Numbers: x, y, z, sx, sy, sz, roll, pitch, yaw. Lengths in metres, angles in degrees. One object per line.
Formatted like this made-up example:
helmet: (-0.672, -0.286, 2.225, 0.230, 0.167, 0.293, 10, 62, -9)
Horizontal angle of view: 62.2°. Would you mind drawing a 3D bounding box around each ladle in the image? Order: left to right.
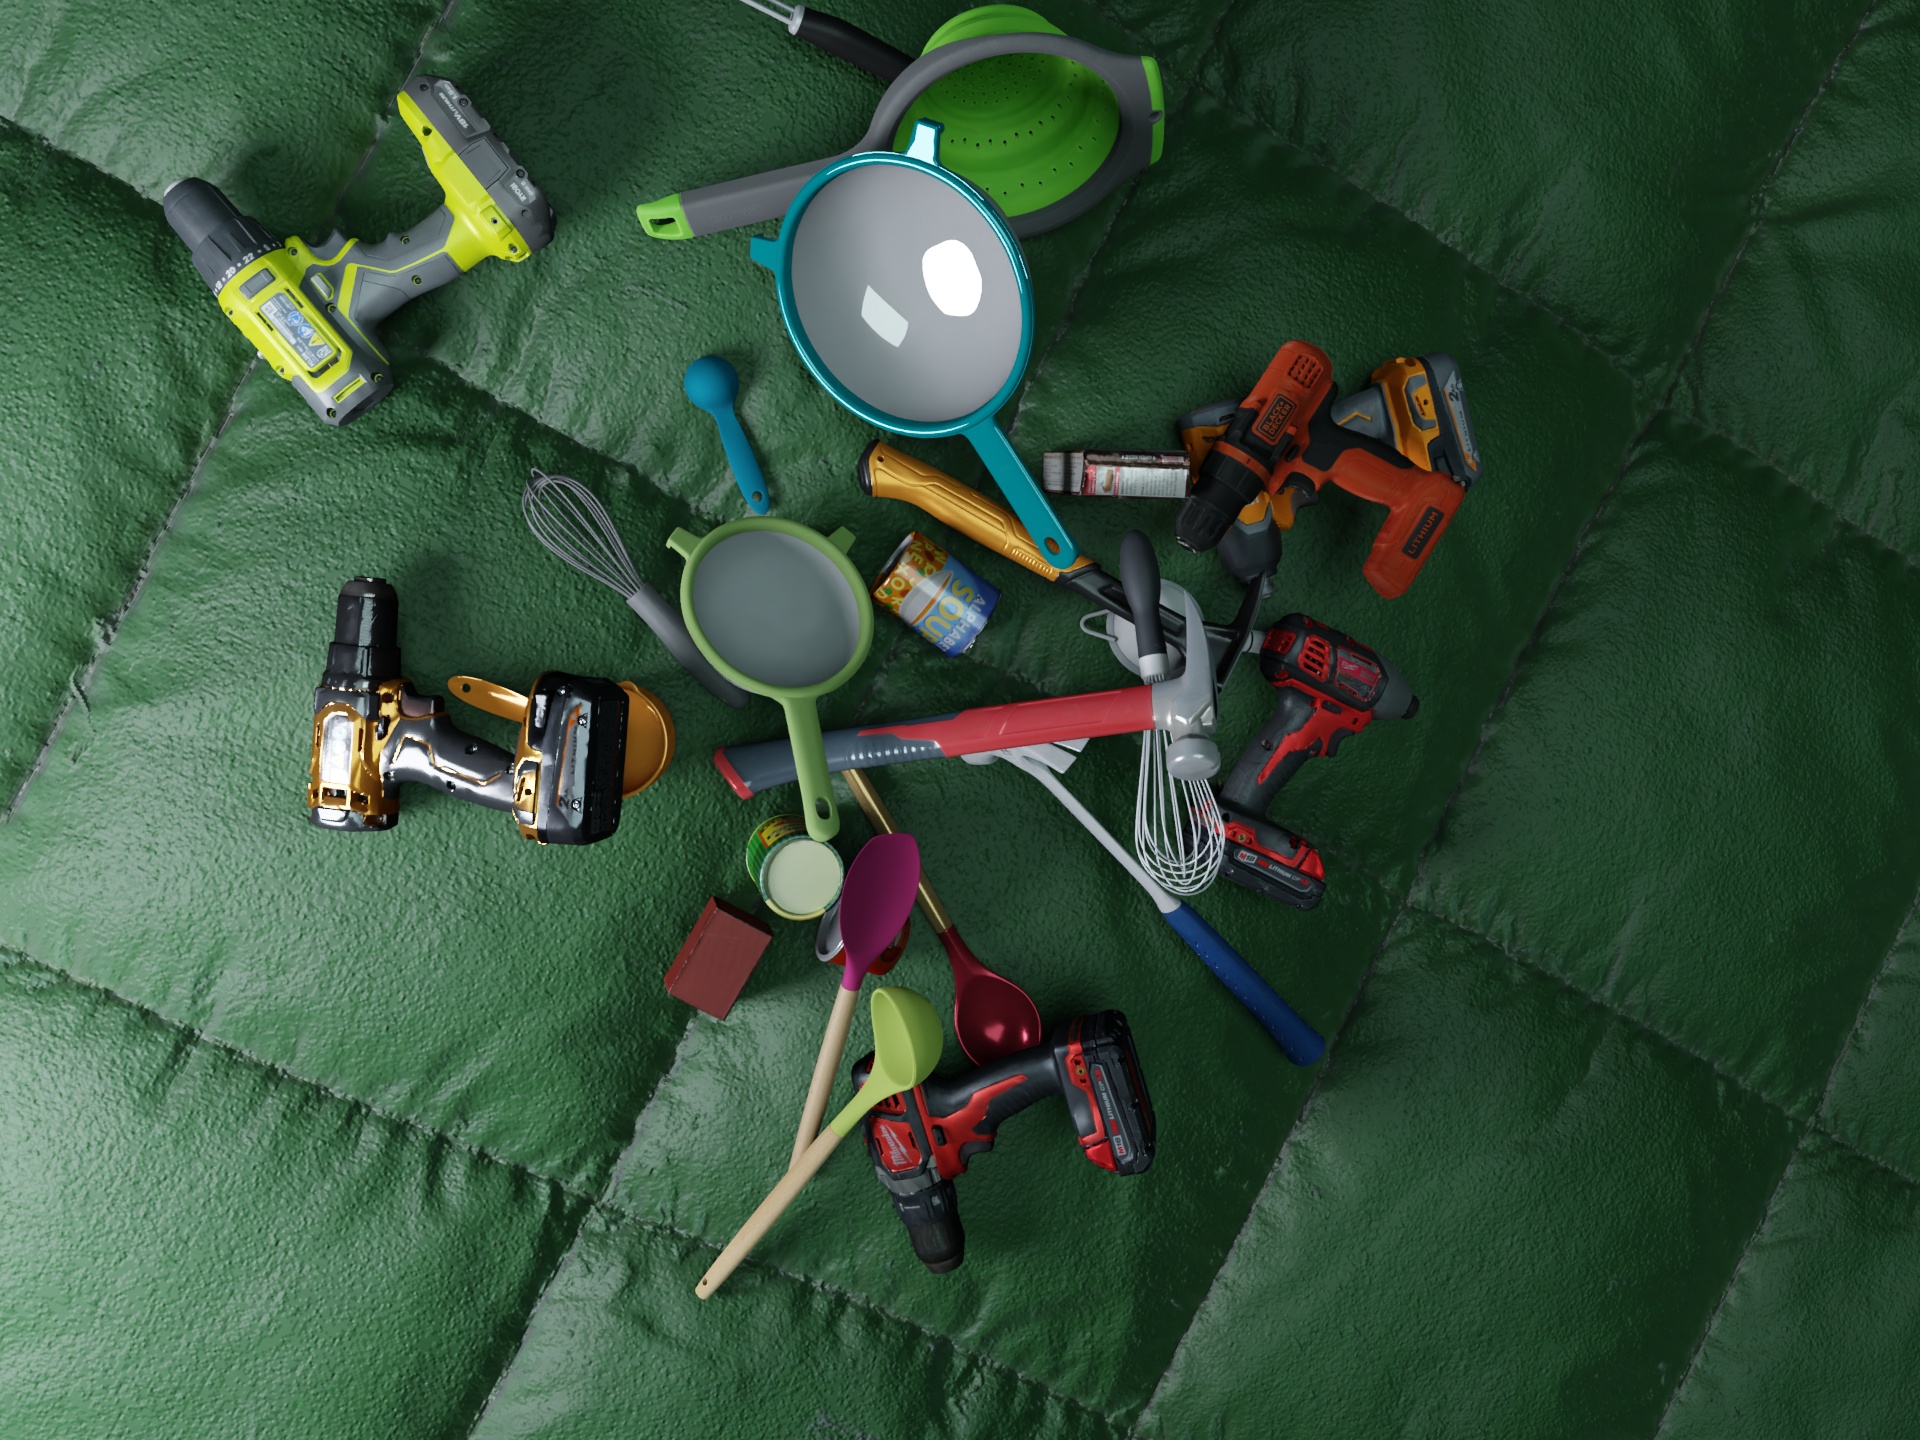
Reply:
ladle: (-0.119, 0.332, 1.225, 0.062, 0.078, 0.320, 25, 109, -43)
ladle: (-0.027, 0.147, 1.283, 0.069, 0.031, 0.315, -29, 98, 0)

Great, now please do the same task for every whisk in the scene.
whisk: (-0.243, -0.097, 1.205, 0.055, 0.055, 0.238, -44, 106, -6)
whisk: (0.153, -0.009, 1.203, 0.070, 0.070, 0.285, -4, 78, -13)

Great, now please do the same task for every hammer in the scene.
hammer: (-0.002, -0.004, 1.190, 0.386, 0.038, 0.143, -8, 59, 16)
hammer: (0.075, -0.135, 1.253, 0.337, 0.034, 0.127, 28, 79, -3)
hammer: (0.166, 0.144, 1.286, 0.405, 0.144, 0.035, 46, 70, -19)

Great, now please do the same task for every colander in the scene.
colander: (-0.051, -0.444, 1.194, 0.397, 0.204, 0.095, -12, 66, 4)

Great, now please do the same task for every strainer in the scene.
strainer: (-0.135, -0.026, 1.195, 0.151, 0.069, 0.256, -4, 71, -28)
strainer: (0.009, -0.274, 1.198, 0.340, 0.211, 0.095, 56, 41, -16)
strainer: (0.228, -0.070, 1.320, 0.258, 0.050, 0.087, 7, 78, -17)

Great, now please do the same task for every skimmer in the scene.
skimmer: (-0.188, -0.541, 1.193, 0.363, 0.090, 0.127, 17, 79, -24)

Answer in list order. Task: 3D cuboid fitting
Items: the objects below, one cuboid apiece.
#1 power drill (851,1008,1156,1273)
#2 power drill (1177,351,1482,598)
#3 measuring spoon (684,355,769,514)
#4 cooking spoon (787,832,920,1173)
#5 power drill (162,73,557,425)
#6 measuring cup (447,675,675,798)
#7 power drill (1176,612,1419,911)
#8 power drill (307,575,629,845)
power drill: (0.039, 0.334, 1.260, 0.226, 0.080, 0.188, -15, 98, 11)
power drill: (0.304, -0.202, 1.307, 0.226, 0.084, 0.164, -17, 98, -7)
measuring spoon: (-0.174, -0.219, 1.223, 0.042, 0.021, 0.128, -23, 98, -10)
cooking spoon: (-0.092, 0.226, 1.228, 0.068, 0.017, 0.318, 1, 114, -37)
power drill: (-0.424, -0.349, 1.130, 0.228, 0.080, 0.190, -39, 102, -5)
measuring cup: (-0.298, 0.000, 1.201, 0.173, 0.052, 0.095, 20, 94, 3)
power drill: (0.282, 0.035, 1.306, 0.143, 0.079, 0.219, 24, 93, -19)
power drill: (-0.358, -0.004, 1.143, 0.226, 0.084, 0.185, 6, 93, 11)
